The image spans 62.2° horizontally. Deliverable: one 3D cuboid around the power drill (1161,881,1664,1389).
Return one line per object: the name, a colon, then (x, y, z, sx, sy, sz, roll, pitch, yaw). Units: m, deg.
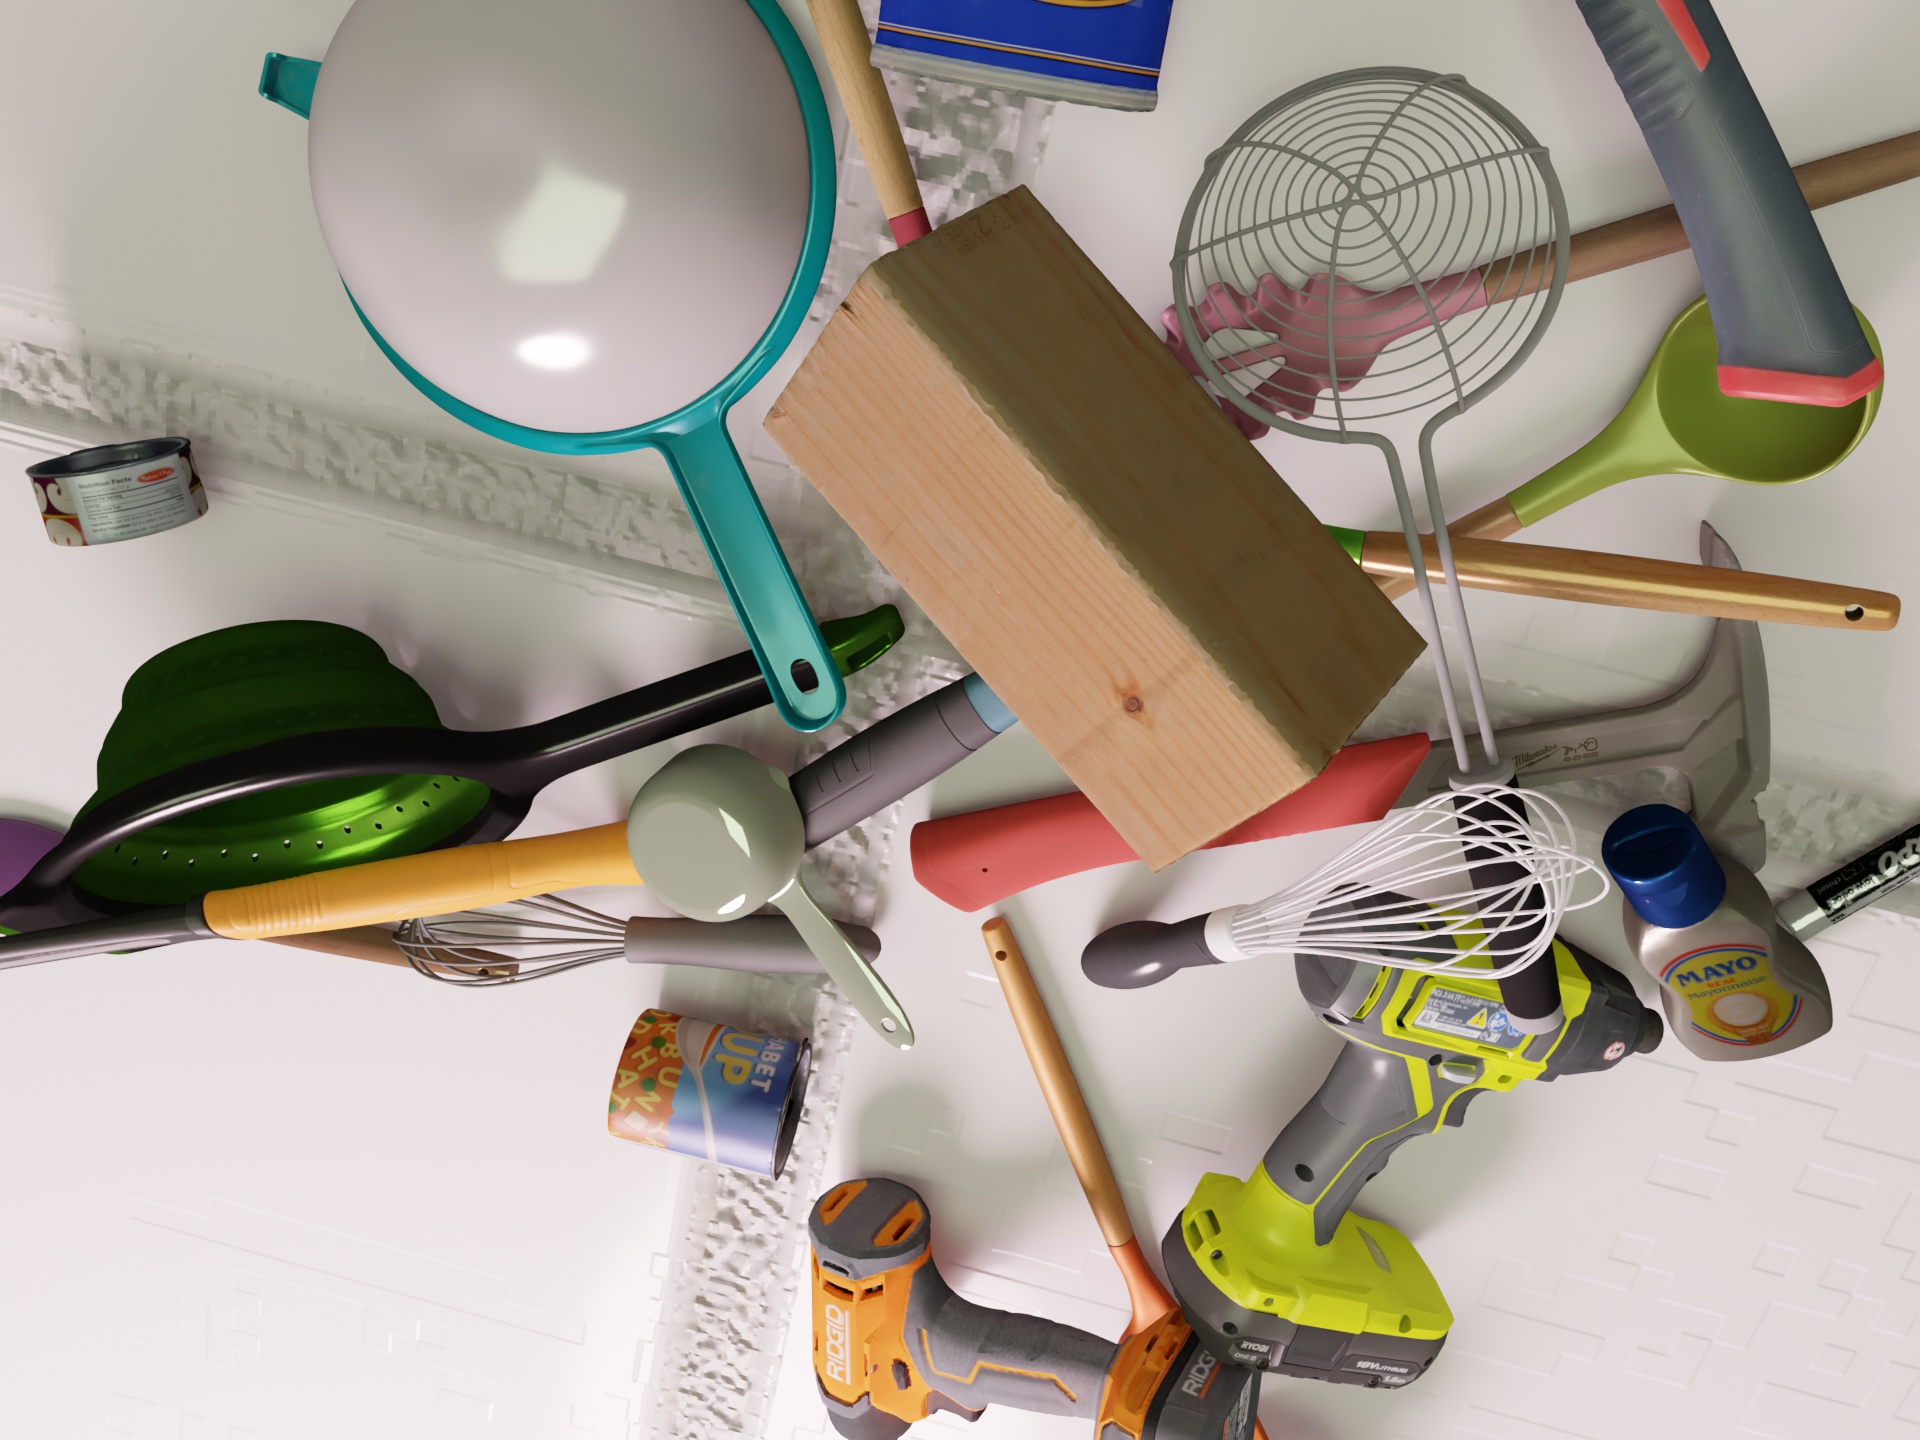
power drill: (0.200, 0.188, 0.712, 0.171, 0.080, 0.223, 16, 113, -18)

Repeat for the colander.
colander: (-0.223, -0.008, 0.698, 0.397, 0.204, 0.095, -19, 74, 0)

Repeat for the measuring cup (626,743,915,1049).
measuring cup: (-0.081, 0.086, 0.696, 0.083, 0.038, 0.167, -39, 90, 30)

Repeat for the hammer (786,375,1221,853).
hammer: (-0.001, -0.002, 0.669, 0.331, 0.033, 0.128, -31, 98, 30)

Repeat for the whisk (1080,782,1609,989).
whisk: (0.129, 0.079, 0.629, 0.070, 0.070, 0.284, 47, 148, -11)

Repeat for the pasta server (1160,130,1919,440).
pasta server: (0.222, -0.169, 0.589, 0.316, 0.040, 0.060, -15, 100, 14)

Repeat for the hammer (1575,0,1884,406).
hammer: (0.213, -0.281, 0.510, 0.143, 0.038, 0.386, -28, 95, 18)

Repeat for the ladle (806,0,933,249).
ladle: (-0.029, -0.218, 0.601, 0.069, 0.031, 0.315, -27, 110, -18)

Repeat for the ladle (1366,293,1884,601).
ladle: (0.194, -0.068, 0.627, 0.320, 0.062, 0.078, -29, 93, 22)

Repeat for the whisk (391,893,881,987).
whisk: (-0.157, 0.103, 0.761, 0.239, 0.055, 0.055, 1, 113, 4)

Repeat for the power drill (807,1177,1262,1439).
power drill: (0.025, 0.335, 0.783, 0.226, 0.084, 0.164, 14, 117, 27)

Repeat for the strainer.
strainer: (-0.131, -0.145, 0.591, 0.211, 0.095, 0.340, -24, 95, 12)

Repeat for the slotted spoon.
slotted spoon: (0.180, -0.063, 0.604, 0.314, 0.031, 0.070, 10, 114, 20)

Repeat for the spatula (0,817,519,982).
spatula: (-0.376, 0.097, 0.808, 0.316, 0.018, 0.059, 10, 113, 6)

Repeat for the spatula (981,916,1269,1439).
spatula: (0.071, 0.241, 0.783, 0.081, 0.041, 0.322, -17, 108, 16)

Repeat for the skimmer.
skimmer: (0.176, -0.046, 0.581, 0.127, 0.090, 0.363, -14, 118, 15)

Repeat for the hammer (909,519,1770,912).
hammer: (0.151, 0.022, 0.681, 0.359, 0.037, 0.149, -10, 110, 13)

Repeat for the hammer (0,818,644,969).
hammer: (-0.279, 0.075, 0.662, 0.127, 0.336, 0.034, -42, 61, 56)
